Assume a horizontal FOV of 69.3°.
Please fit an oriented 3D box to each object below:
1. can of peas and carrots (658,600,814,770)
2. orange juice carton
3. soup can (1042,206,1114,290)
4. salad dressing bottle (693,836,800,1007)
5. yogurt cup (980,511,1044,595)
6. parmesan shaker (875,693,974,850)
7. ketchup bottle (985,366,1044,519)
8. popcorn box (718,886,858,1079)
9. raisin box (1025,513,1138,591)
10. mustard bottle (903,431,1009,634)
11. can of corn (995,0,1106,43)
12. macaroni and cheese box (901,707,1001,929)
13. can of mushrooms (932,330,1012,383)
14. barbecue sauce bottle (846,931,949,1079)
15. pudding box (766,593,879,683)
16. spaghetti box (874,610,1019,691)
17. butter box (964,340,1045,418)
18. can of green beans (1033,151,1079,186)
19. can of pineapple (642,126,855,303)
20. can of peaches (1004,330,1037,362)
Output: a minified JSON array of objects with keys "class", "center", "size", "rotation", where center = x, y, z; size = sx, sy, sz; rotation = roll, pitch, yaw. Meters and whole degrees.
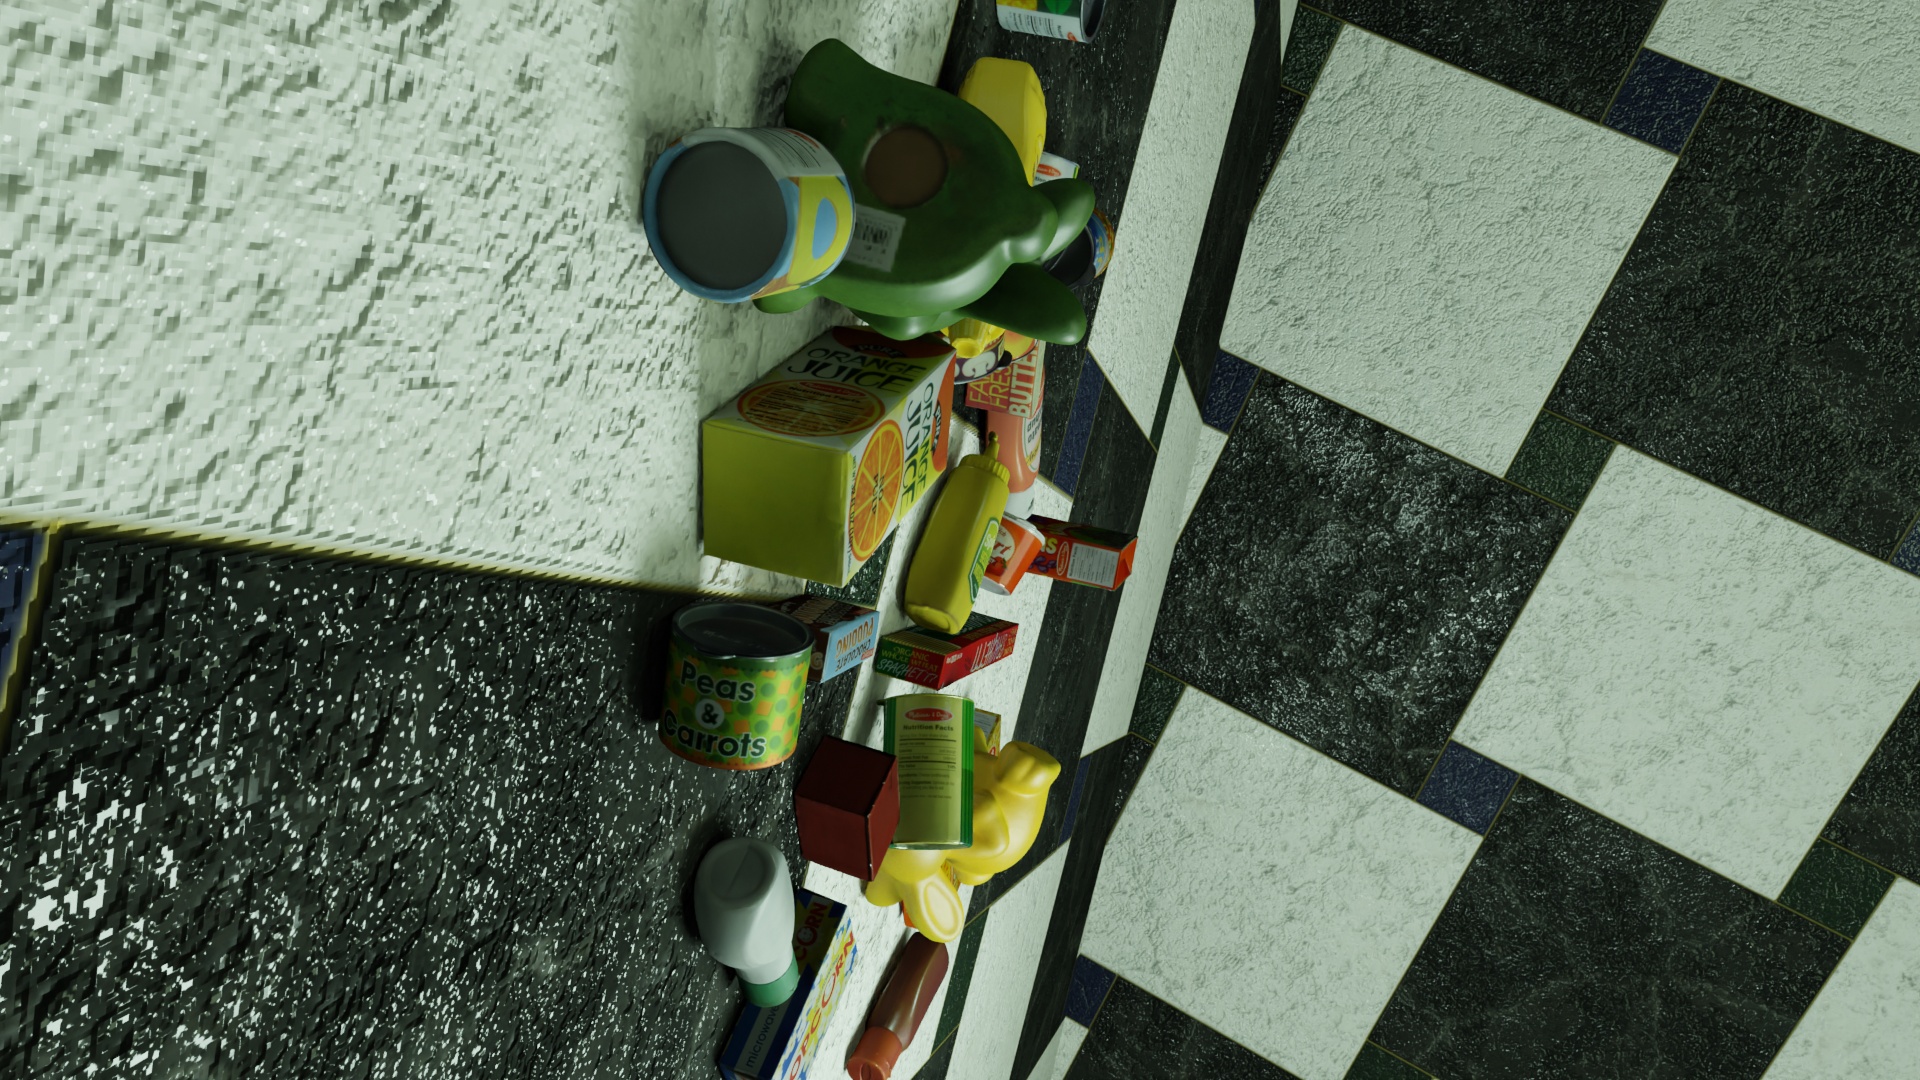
[{"class":"can of peas and carrots","center":[-0.105,0.068,0.646],"size":[0.071,0.071,0.058],"rotation":[-38,140,-68]},{"class":"orange juice carton","center":[-0.055,-0.056,0.709],"size":[0.194,0.073,0.071],"rotation":[-53,152,-58]},{"class":"soup can","center":[0.082,-0.227,1.079],"size":[0.084,0.071,0.071],"rotation":[-41,143,-67]},{"class":"salad dressing bottle","center":[-0.119,0.224,0.799],"size":[0.146,0.044,0.064],"rotation":[89,19,-50]},{"class":"yogurt cup","center":[0.027,0.009,1.112],"size":[0.054,0.072,0.072],"rotation":[-64,164,-12]},{"class":"parmesan shaker","center":[-0.026,0.165,0.986],"size":[0.071,0.071,0.103],"rotation":[61,28,-70]},{"class":"ketchup bottle","center":[0.043,-0.078,1.128],"size":[0.148,0.043,0.065],"rotation":[89,20,-47]},{"class":"popcorn box","center":[-0.111,0.308,0.917],"size":[0.084,0.038,0.127],"rotation":[86,22,-49]},{"class":"raisin box","center":[0.086,0.007,1.212],"size":[0.086,0.123,0.040],"rotation":[-29,130,-71]},{"class":"mustard bottle","center":[0.004,-0.013,1.027],"size":[0.065,0.049,0.161],"rotation":[75,32,-66]},{"class":"can of corn","center":[0.060,-0.360,0.889],"size":[0.071,0.058,0.071],"rotation":[13,92,-76]},{"class":"macaroni and cheese box","center":[-0.008,0.252,1.260],"size":[0.167,0.040,0.123],"rotation":[-62,160,-45]},{"class":"can of mushrooms","center":[-0.003,-0.127,0.846],"size":[0.071,0.071,0.033],"rotation":[-60,158,-47]},{"class":"barbecue sauce bottle","center":[-0.055,0.419,1.235],"size":[0.149,0.044,0.064],"rotation":[-52,152,-57]},{"class":"pudding box","center":[-0.081,0.053,0.762],"size":[0.084,0.050,0.030],"rotation":[-17,118,-74]},{"class":"spaghetti box","center":[-0.005,0.082,1.087],"size":[0.250,0.050,0.028],"rotation":[-7,112,-75]},{"class":"butter box","center":[0.034,-0.141,1.013],"size":[0.024,0.053,0.103],"rotation":[-61,161,-54]},{"class":"can of green beans","center":[0.041,-0.228,0.927],"size":[0.071,0.071,0.057],"rotation":[-14,118,-74]},{"class":"can of pineapple","center":[-0.083,-0.127,0.546],"size":[0.058,0.071,0.070],"rotation":[-40,142,-67]},{"class":"can of peaches","center":[0.017,-0.156,0.910],"size":[0.071,0.071,0.057],"rotation":[-62,160,-45]}]
